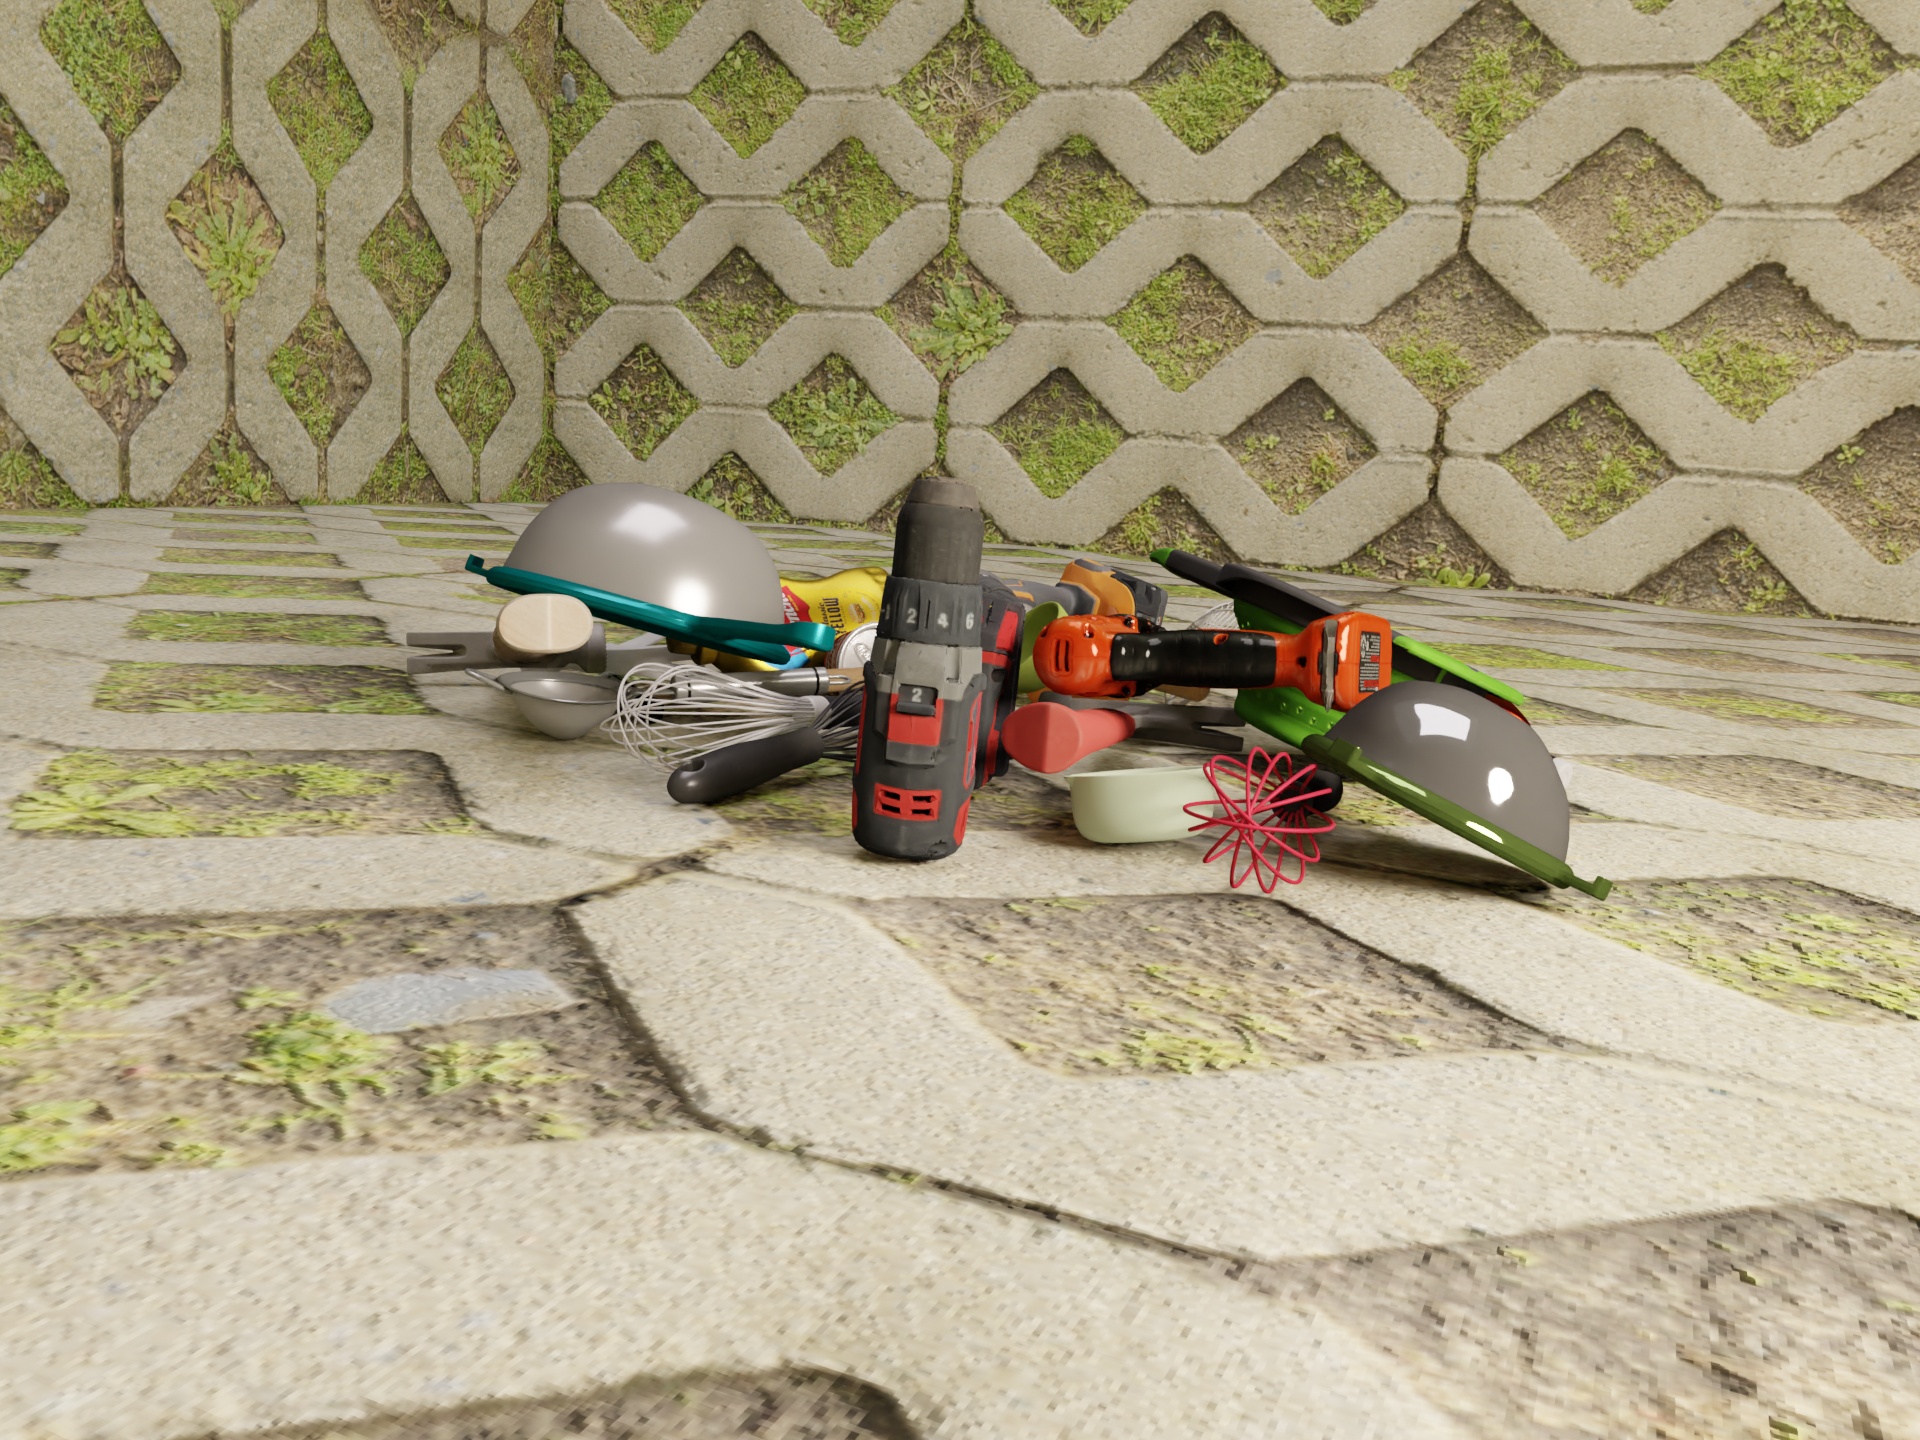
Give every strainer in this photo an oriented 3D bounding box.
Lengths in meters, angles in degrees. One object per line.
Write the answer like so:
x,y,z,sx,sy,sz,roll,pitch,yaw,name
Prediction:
-0.193,-0.017,1.051,0.258,0.050,0.087,-5,16,-24,strainer
0.259,0.017,0.868,0.151,0.069,0.256,28,6,0,strainer
-0.170,-0.101,1.038,0.210,0.095,0.340,16,-3,-37,strainer

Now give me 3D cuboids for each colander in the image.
0.222,-0.046,1.137,0.204,0.094,0.397,22,8,-26,colander

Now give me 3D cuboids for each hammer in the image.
0.095,0.005,0.983,0.149,0.037,0.359,5,3,12,hammer
-0.292,-0.052,1.026,0.146,0.038,0.411,-3,1,-16,hammer
-0.263,-0.079,1.444,0.144,0.035,0.405,4,10,4,hammer

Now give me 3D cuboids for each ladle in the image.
-0.076,-0.042,1.158,0.320,0.062,0.078,-5,27,1,ladle

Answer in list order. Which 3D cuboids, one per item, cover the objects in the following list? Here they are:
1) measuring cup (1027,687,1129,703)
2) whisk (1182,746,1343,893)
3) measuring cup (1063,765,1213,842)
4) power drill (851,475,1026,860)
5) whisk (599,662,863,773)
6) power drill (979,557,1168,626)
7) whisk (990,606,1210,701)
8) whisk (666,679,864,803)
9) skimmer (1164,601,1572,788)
0.113,-0.038,1.309,0.095,0.052,0.173,8,9,25,measuring cup
0.176,0.045,0.855,0.073,0.073,0.295,7,4,20,whisk
0.088,0.047,0.885,0.083,0.038,0.167,-4,-2,-11,measuring cup
-0.011,-0.034,0.864,0.080,0.188,0.227,7,6,4,power drill
-0.118,-0.004,1.029,0.070,0.070,0.284,11,7,34,whisk
0.075,-0.098,1.409,0.226,0.084,0.185,4,16,-32,power drill
0.080,-0.051,1.204,0.245,0.047,0.051,18,15,34,whisk
-0.095,0.013,0.958,0.055,0.055,0.239,10,16,30,whisk
0.297,-0.006,1.202,0.127,0.090,0.364,-41,43,-19,skimmer
